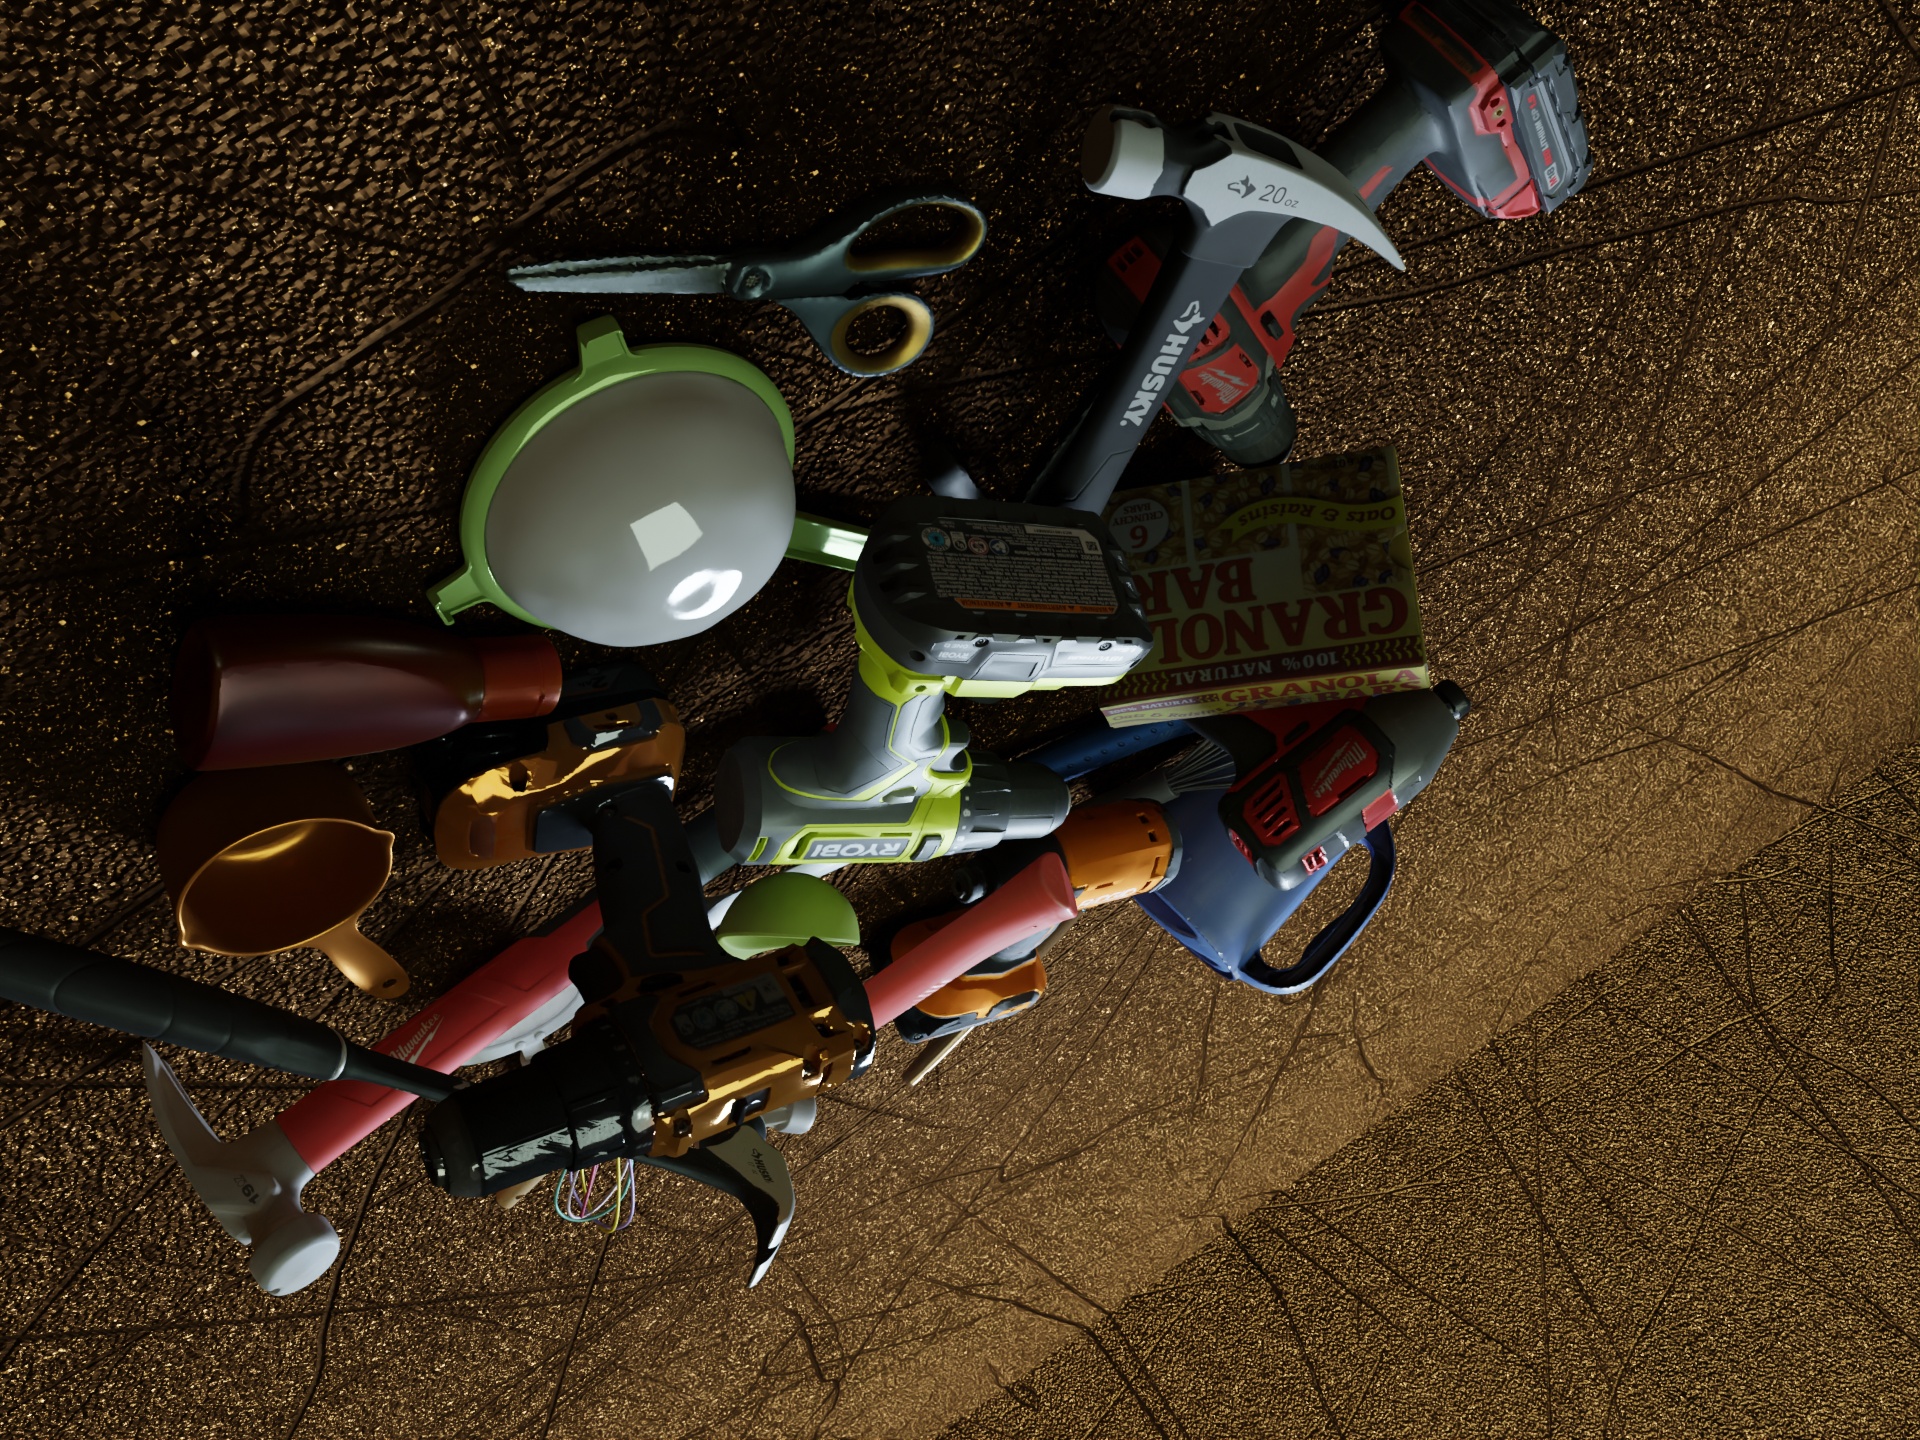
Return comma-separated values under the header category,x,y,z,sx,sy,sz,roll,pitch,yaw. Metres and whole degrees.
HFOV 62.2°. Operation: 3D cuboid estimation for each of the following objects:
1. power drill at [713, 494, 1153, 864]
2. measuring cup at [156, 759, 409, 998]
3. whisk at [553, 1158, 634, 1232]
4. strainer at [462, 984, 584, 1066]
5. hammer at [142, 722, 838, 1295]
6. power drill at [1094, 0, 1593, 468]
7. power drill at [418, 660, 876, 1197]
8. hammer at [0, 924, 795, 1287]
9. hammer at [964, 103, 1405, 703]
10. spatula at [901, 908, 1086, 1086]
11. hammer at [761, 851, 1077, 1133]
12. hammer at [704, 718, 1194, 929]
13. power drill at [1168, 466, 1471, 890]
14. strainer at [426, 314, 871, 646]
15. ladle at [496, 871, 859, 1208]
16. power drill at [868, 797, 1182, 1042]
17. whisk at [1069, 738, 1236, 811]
category,x,y,z,sx,sy,sz,roll,pitch,yaw
power drill,-0.001,-0.002,0.775,0.190,0.080,0.228,1,146,-25
measuring cup,-0.292,0.075,0.716,0.095,0.052,0.173,-29,152,-12
whisk,-0.223,0.235,1.000,0.051,0.047,0.244,5,123,-13
strainer,-0.254,0.195,0.939,0.087,0.050,0.258,-25,154,-20
hammer,-0.217,0.110,0.821,0.386,0.143,0.038,-37,154,-22
power drill,0.184,-0.223,0.767,0.226,0.080,0.187,-40,150,12
power drill,-0.166,0.089,0.687,0.185,0.226,0.084,-16,145,-31
hammer,-0.252,0.150,0.676,0.408,0.149,0.036,24,92,-24
hammer,0.067,-0.120,0.730,0.146,0.035,0.334,2,141,-24
spatula,0.078,0.165,1.205,0.317,0.044,0.082,-44,156,-11
hammer,-0.065,0.178,0.996,0.149,0.037,0.359,18,137,-37
hammer,-0.009,0.054,0.997,0.405,0.035,0.144,-22,148,-23
power drill,0.164,-0.028,0.872,0.143,0.220,0.078,-37,151,2
strainer,-0.089,-0.072,0.698,0.256,0.069,0.151,7,129,-49
ladle,-0.176,0.200,0.932,0.320,0.062,0.078,-46,146,20
power drill,0.026,0.133,1.060,0.164,0.084,0.226,-8,152,-37
whisk,0.143,0.045,1.078,0.239,0.055,0.055,-27,156,25
